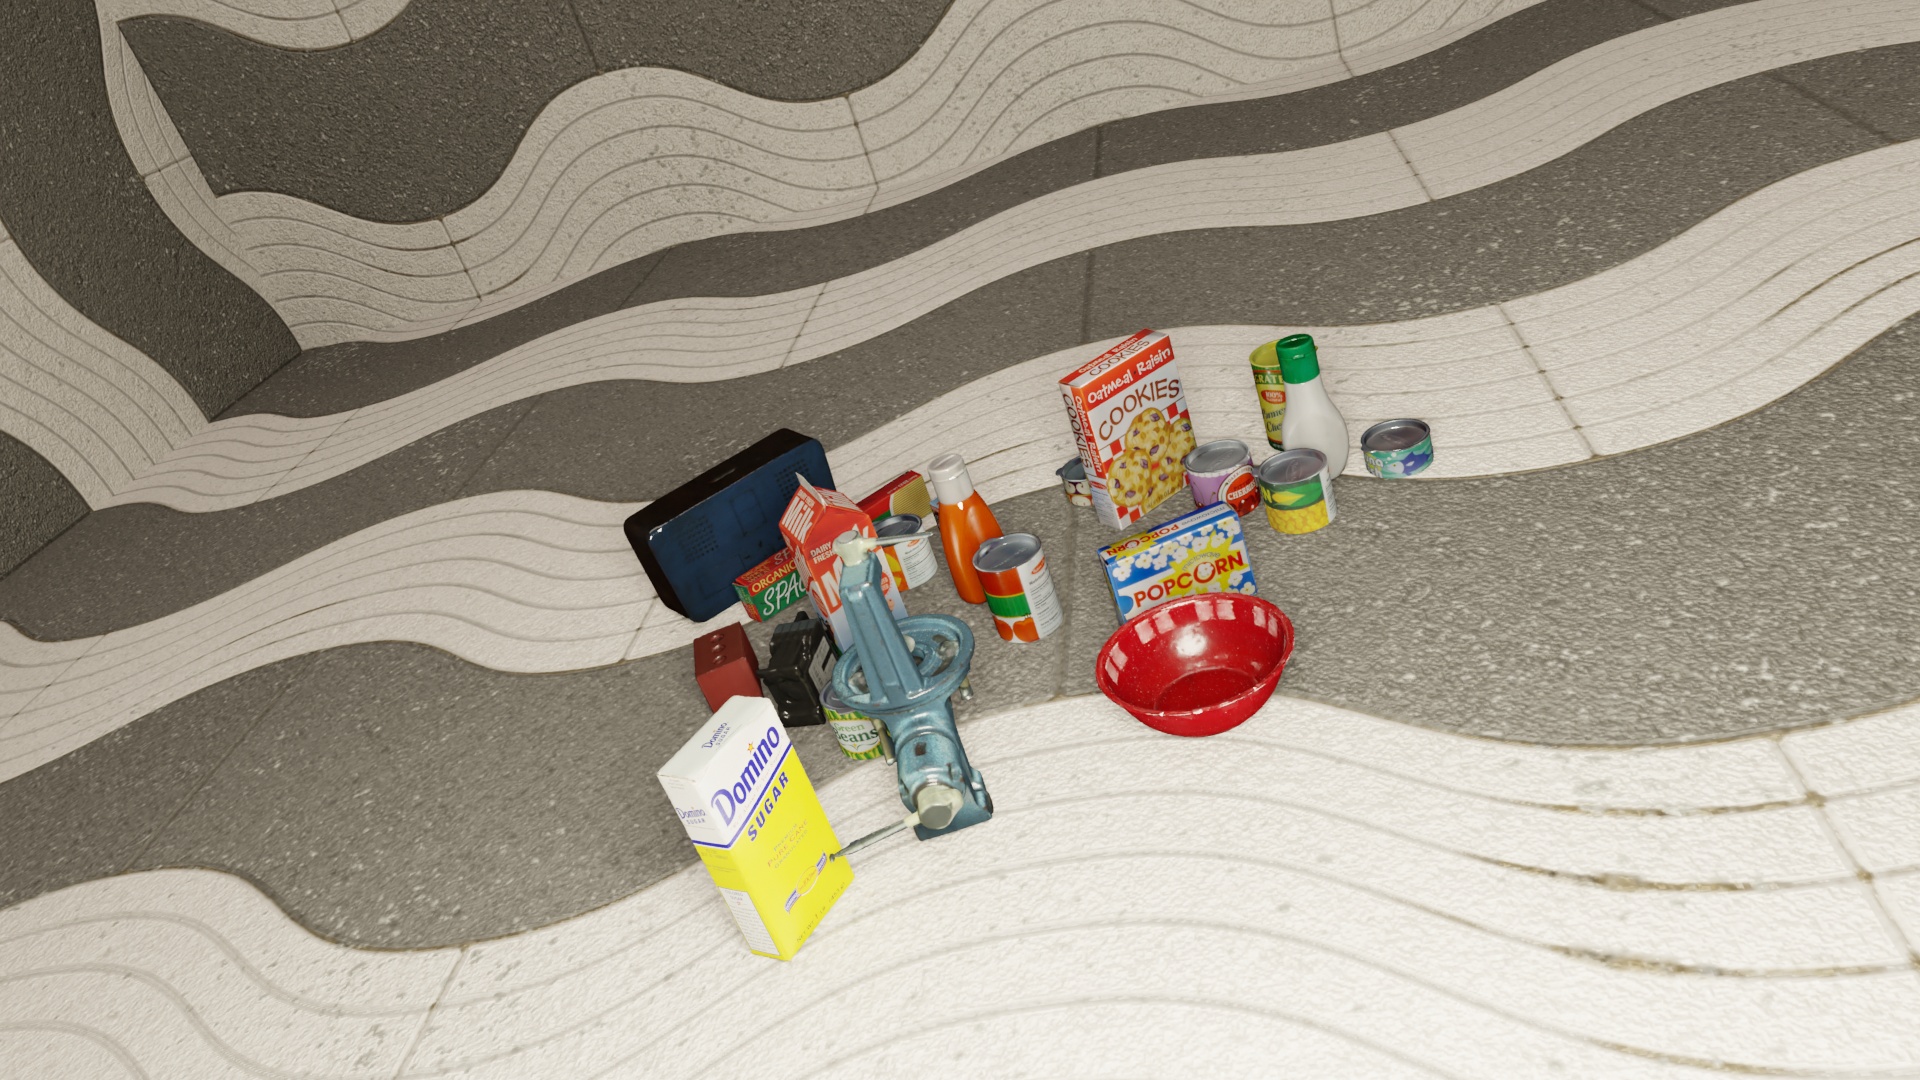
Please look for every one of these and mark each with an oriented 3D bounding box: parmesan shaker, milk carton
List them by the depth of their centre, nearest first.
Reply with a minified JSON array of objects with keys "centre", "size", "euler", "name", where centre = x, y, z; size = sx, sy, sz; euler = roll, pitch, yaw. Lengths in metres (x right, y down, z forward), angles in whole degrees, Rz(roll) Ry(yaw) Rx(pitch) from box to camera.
[{"centre":[-0.113,0.025,1.327],"size":[0.073,0.189,0.072],"euler":[-27,28,-15],"name":"milk carton"},{"centre":[0.347,-0.152,1.450],"size":[0.071,0.102,0.071],"euler":[-15,27,8],"name":"parmesan shaker"}]

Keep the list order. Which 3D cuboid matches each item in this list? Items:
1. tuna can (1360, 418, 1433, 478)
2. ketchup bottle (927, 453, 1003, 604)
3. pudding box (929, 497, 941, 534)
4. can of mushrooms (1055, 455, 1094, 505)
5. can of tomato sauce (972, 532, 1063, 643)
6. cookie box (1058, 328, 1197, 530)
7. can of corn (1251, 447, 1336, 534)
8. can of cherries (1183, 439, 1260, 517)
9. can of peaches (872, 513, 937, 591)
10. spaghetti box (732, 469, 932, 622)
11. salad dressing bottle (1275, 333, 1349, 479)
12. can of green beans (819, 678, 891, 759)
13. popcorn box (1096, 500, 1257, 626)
[{"centre":[0.426,-0.089,1.361],"size":[0.071,0.032,0.071],"euler":[-15,27,8],"name":"tuna can"},{"centre":[0.007,-0.013,1.365],"size":[0.065,0.148,0.043],"euler":[-36,31,-29],"name":"ketchup bottle"},{"centre":[0.005,-0.019,1.485],"size":[0.030,0.049,0.084],"euler":[-31,29,-22],"name":"pudding box"},{"centre":[0.141,-0.067,1.504],"size":[0.071,0.033,0.071],"euler":[-15,27,8],"name":"can of mushrooms"},{"centre":[0.053,0.044,1.302],"size":[0.071,0.082,0.071],"euler":[-15,27,8],"name":"can of tomato sauce"},{"centre":[0.176,-0.114,1.422],"size":[0.123,0.166,0.040],"euler":[-33,30,-24],"name":"cookie box"},{"centre":[0.319,-0.046,1.324],"size":[0.071,0.058,0.071],"euler":[-15,27,8],"name":"can of corn"},{"centre":[0.263,-0.059,1.384],"size":[0.071,0.058,0.072],"euler":[-15,27,8],"name":"can of cherries"},{"centre":[-0.065,0.012,1.464],"size":[0.071,0.057,0.071],"euler":[-15,27,8],"name":"can of peaches"},{"centre":[-0.136,0.005,1.533],"size":[0.251,0.050,0.029],"euler":[-34,30,-26],"name":"spaghetti box"},{"centre":[0.342,-0.130,1.365],"size":[0.064,0.147,0.044],"euler":[-13,28,12],"name":"salad dressing bottle"},{"centre":[-0.083,0.150,1.222],"size":[0.071,0.057,0.071],"euler":[-15,27,8],"name":"can of green beans"},{"centre":[0.194,0.027,1.239],"size":[0.127,0.085,0.038],"euler":[-22,27,-4],"name":"popcorn box"}]
